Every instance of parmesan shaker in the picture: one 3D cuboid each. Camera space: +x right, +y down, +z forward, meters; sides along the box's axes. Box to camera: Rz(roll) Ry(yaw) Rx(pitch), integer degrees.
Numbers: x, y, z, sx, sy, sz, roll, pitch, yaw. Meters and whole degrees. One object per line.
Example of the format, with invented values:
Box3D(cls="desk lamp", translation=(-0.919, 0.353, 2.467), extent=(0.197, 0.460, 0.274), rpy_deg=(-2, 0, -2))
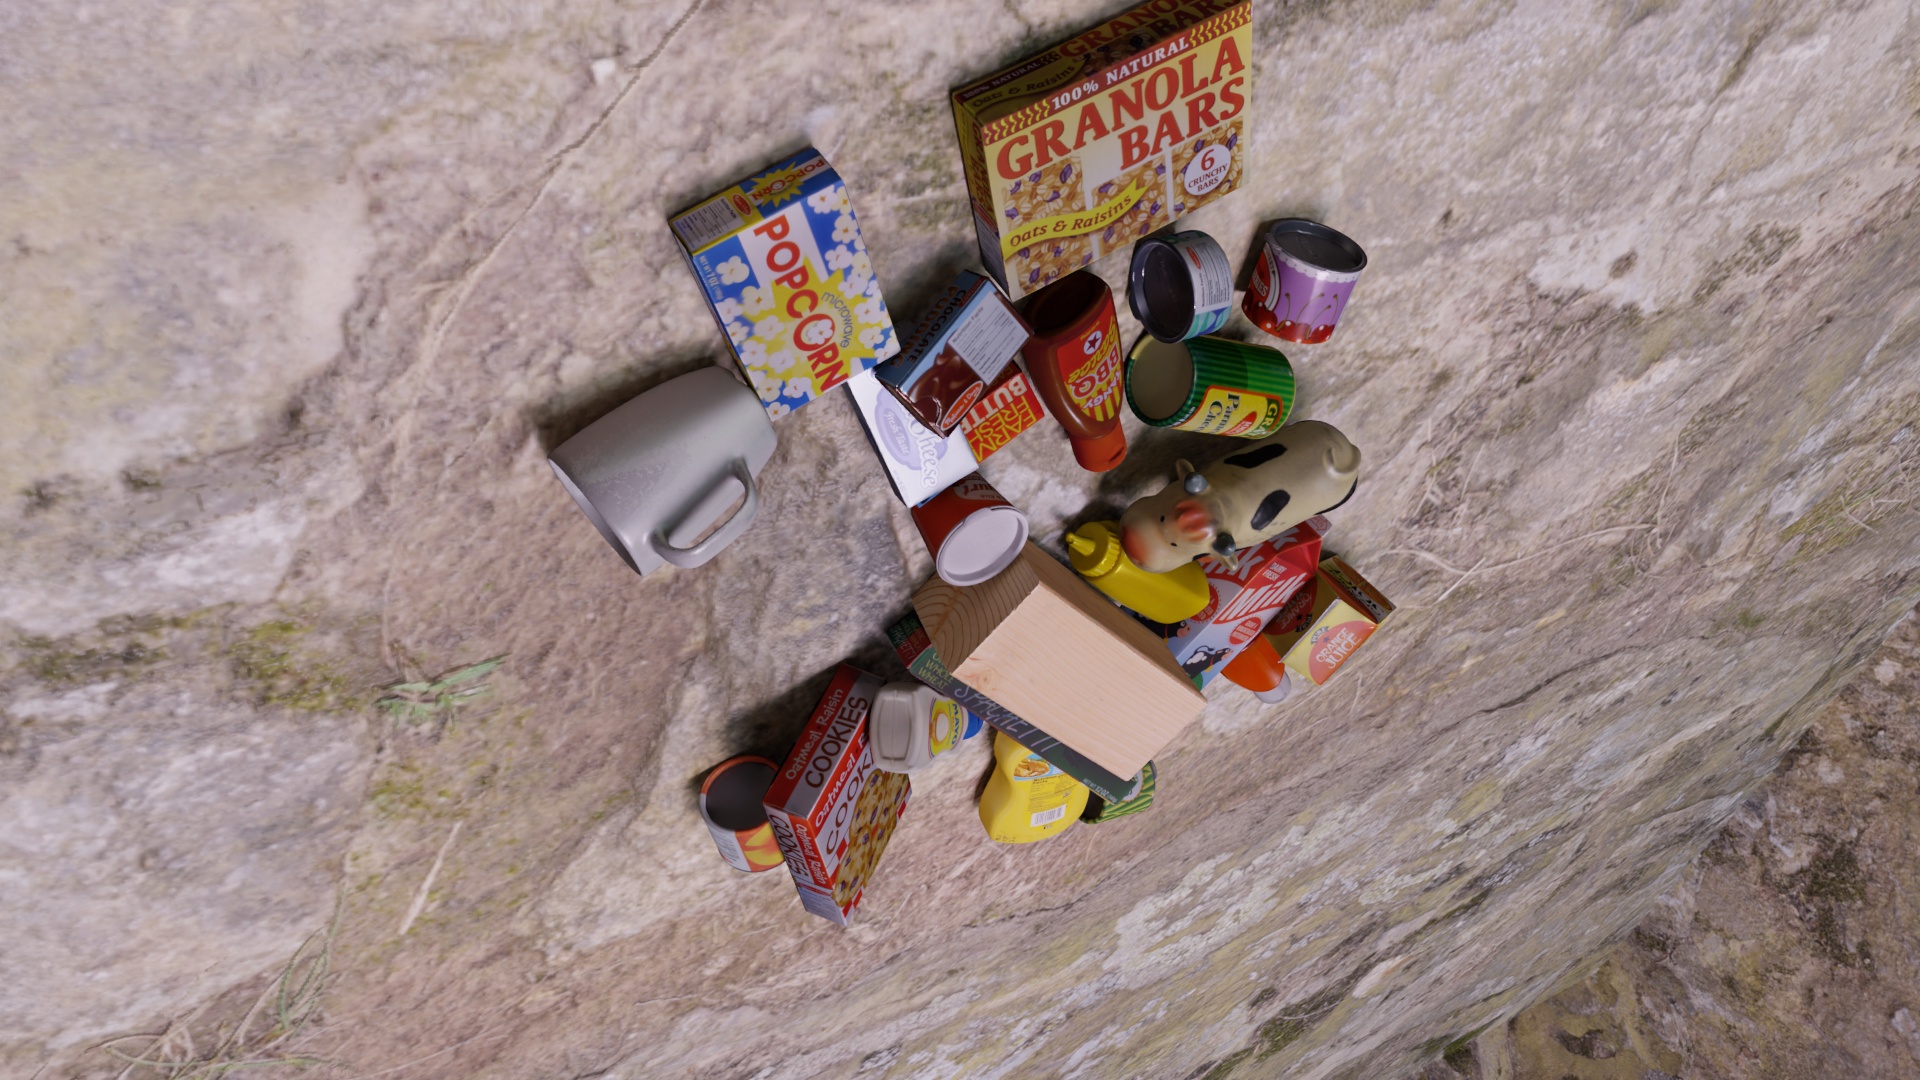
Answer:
Box3D(cls="parmesan shaker", translation=(0.168, -0.104, 0.945), extent=(0.103, 0.071, 0.071), rpy_deg=(2, 129, -39))

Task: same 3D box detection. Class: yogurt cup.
Box3D(cls="yogurt cup", translation=(0.003, -0.012, 0.921), extent=(0.072, 0.054, 0.072), rpy_deg=(-22, 141, -19))

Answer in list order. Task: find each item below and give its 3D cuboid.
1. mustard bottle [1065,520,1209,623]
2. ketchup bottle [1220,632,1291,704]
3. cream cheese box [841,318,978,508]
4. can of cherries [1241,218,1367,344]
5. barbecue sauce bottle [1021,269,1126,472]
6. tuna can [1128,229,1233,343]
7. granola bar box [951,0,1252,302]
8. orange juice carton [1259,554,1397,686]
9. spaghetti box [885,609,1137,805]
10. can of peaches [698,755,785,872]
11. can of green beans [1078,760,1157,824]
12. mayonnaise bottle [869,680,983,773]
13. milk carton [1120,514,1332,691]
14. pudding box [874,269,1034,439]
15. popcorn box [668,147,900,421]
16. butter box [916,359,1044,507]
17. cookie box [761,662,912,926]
Box3D(cls="mustard bottle", translation=(0.125, 0.017, 1.044), extent=(0.048, 0.065, 0.160), rpy_deg=(-36, 142, 29))
Box3D(cls="ketchup bottle", translation=(0.269, 0.109, 1.271), extent=(0.064, 0.044, 0.148), rpy_deg=(-39, 143, 4))
Box3D(cls="cream cheese box", translation=(-0.032, -0.075, 0.825), extent=(0.053, 0.024, 0.103), rpy_deg=(-31, 124, -9))
Box3D(cls="can of cherries", translation=(0.224, -0.172, 0.919), extent=(0.072, 0.072, 0.058), rpy_deg=(-12, 137, -29))
Box3D(cls="barbecue sauce bottle", translation=(0.078, -0.102, 0.892), extent=(0.065, 0.044, 0.148), rpy_deg=(-45, 146, -16))
Box3D(cls="tuna can", translation=(0.136, -0.157, 0.864), extent=(0.033, 0.071, 0.070), rpy_deg=(-17, 139, -25))
Box3D(cls="granola bar box", translation=(0.083, -0.222, 0.772), extent=(0.166, 0.039, 0.123), rpy_deg=(-28, 143, -11))
Box3D(cls="orange juice carton", translation=(0.310, 0.067, 1.178), extent=(0.071, 0.073, 0.193), rpy_deg=(-50, 164, 17))
Box3D(cls="spaghetti box", translation=(0.043, 0.130, 1.052), extent=(0.028, 0.050, 0.249), rpy_deg=(-47, 125, 8))
Box3D(cls="can of peaches", translation=(-0.150, 0.197, 1.013), extent=(0.071, 0.071, 0.057), rpy_deg=(-26, 141, -14))
Box3D(cls="can of green beans", translation=(0.134, 0.220, 1.264), extent=(0.058, 0.071, 0.071), rpy_deg=(-7, 134, -33))
Box3D(cls="mayonnaise bottle", translation=(-0.022, 0.135, 1.030), extent=(0.148, 0.041, 0.065), rpy_deg=(10, 81, -70))
Box3D(cls="milk carton", translation=(0.213, 0.035, 1.124), extent=(0.190, 0.072, 0.073), rpy_deg=(-49, 141, 16))
Box3D(cls="pudding box", translation=(-0.003, -0.106, 0.791), extent=(0.084, 0.030, 0.049), rpy_deg=(-51, 129, -5))
Box3D(cls="popcorn box", translation=(-0.089, -0.132, 0.731), extent=(0.085, 0.038, 0.126), rpy_deg=(-30, 143, -9))
Box3D(cls="butter box", translation=(0.000, -0.070, 0.882), extent=(0.103, 0.024, 0.053), rpy_deg=(-36, 144, 0))
Box3D(cls="cookie box", translation=(-0.087, 0.189, 1.023), extent=(0.166, 0.040, 0.123), rpy_deg=(82, 30, -49))
